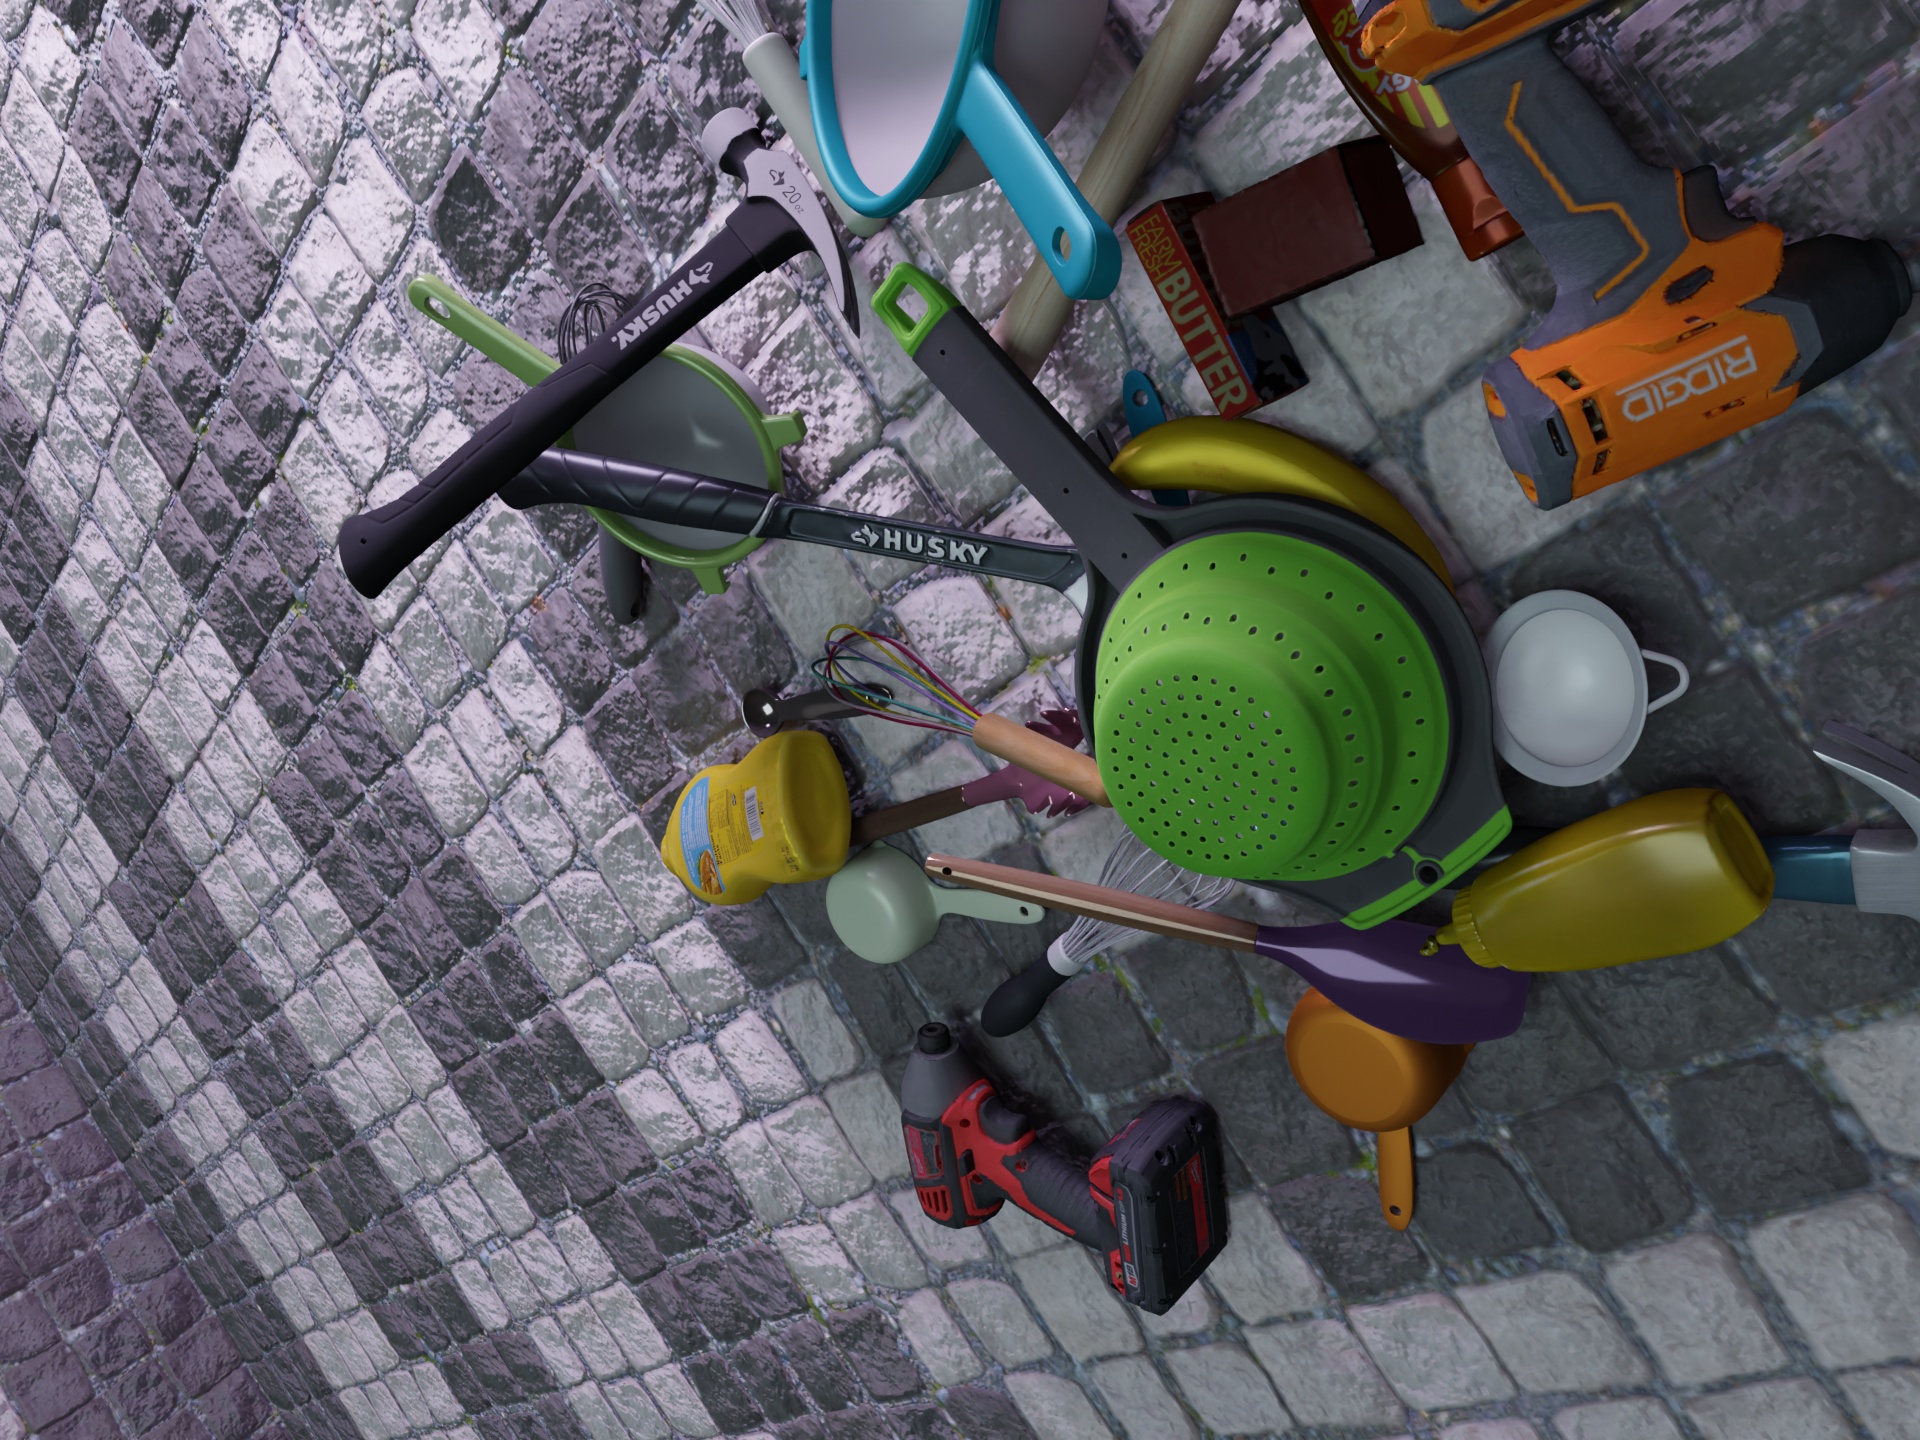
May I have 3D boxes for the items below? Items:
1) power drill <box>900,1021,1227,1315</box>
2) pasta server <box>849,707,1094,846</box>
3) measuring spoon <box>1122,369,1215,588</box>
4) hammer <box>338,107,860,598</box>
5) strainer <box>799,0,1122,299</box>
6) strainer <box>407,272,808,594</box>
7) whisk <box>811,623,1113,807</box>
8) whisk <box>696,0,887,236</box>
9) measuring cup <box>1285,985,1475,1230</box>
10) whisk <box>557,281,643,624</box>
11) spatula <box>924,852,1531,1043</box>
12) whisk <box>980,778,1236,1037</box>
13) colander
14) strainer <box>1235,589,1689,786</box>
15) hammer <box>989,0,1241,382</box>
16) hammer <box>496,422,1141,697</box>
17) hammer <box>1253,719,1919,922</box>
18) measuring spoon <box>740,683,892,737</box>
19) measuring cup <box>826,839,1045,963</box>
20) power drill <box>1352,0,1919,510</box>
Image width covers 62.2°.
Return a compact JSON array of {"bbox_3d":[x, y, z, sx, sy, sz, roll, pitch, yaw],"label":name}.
[{"bbox_3d":[0.053,0.275,1.011,0.220,0.078,0.143,8,116,40],"label":"power drill"},{"bbox_3d":[-0.017,0.053,0.982,0.316,0.040,0.060,-20,80,44],"label":"pasta server"},{"bbox_3d":[0.111,-0.118,0.812,0.042,0.021,0.128,-18,90,32],"label":"measuring spoon"},{"bbox_3d":[-0.206,-0.182,0.876,0.335,0.035,0.146,-39,74,2],"label":"hammer"},{"bbox_3d":[0.027,-0.284,0.677,0.210,0.095,0.341,114,144,-43],"label":"strainer"},{"bbox_3d":[-0.209,-0.201,0.962,0.256,0.069,0.151,34,132,-1],"label":"strainer"},{"bbox_3d":[-0.002,-0.004,0.908,0.245,0.051,0.047,26,106,41],"label":"whisk"},{"bbox_3d":[-0.111,-0.366,0.852,0.246,0.058,0.059,58,168,-3],"label":"whisk"},{"bbox_3d":[0.222,0.212,0.853,0.095,0.052,0.173,6,113,37],"label":"measuring cup"},{"bbox_3d":[-0.228,-0.168,1.043,0.055,0.055,0.238,24,129,29],"label":"whisk"},{"bbox_3d":[0.129,0.110,0.825,0.316,0.018,0.059,12,101,19],"label":"spatula"},{"bbox_3d":[0.079,0.121,0.929,0.070,0.070,0.284,49,138,10],"label":"whisk"},{"bbox_3d":[0.076,-0.056,0.737,0.397,0.094,0.204,49,128,6],"label":"colander"},{"bbox_3d":[0.224,-0.009,0.754,0.258,0.050,0.087,-7,89,47],"label":"strainer"},{"bbox_3d":[0.094,-0.288,0.668,0.038,0.146,0.410,31,136,-3],"label":"hammer"},{"bbox_3d":[-0.093,-0.117,0.896,0.409,0.036,0.149,12,118,18],"label":"hammer"},{"bbox_3d":[0.289,0.067,0.741,0.331,0.033,0.128,-2,111,40],"label":"hammer"},{"bbox_3d":[-0.091,-0.011,1.030,0.124,0.018,0.034,-6,100,34],"label":"measuring spoon"},{"bbox_3d":[-0.021,0.123,1.017,0.168,0.038,0.083,-1,110,42],"label":"measuring cup"},{"bbox_3d":[0.251,-0.211,0.586,0.164,0.084,0.226,-23,100,13],"label":"power drill"}]
